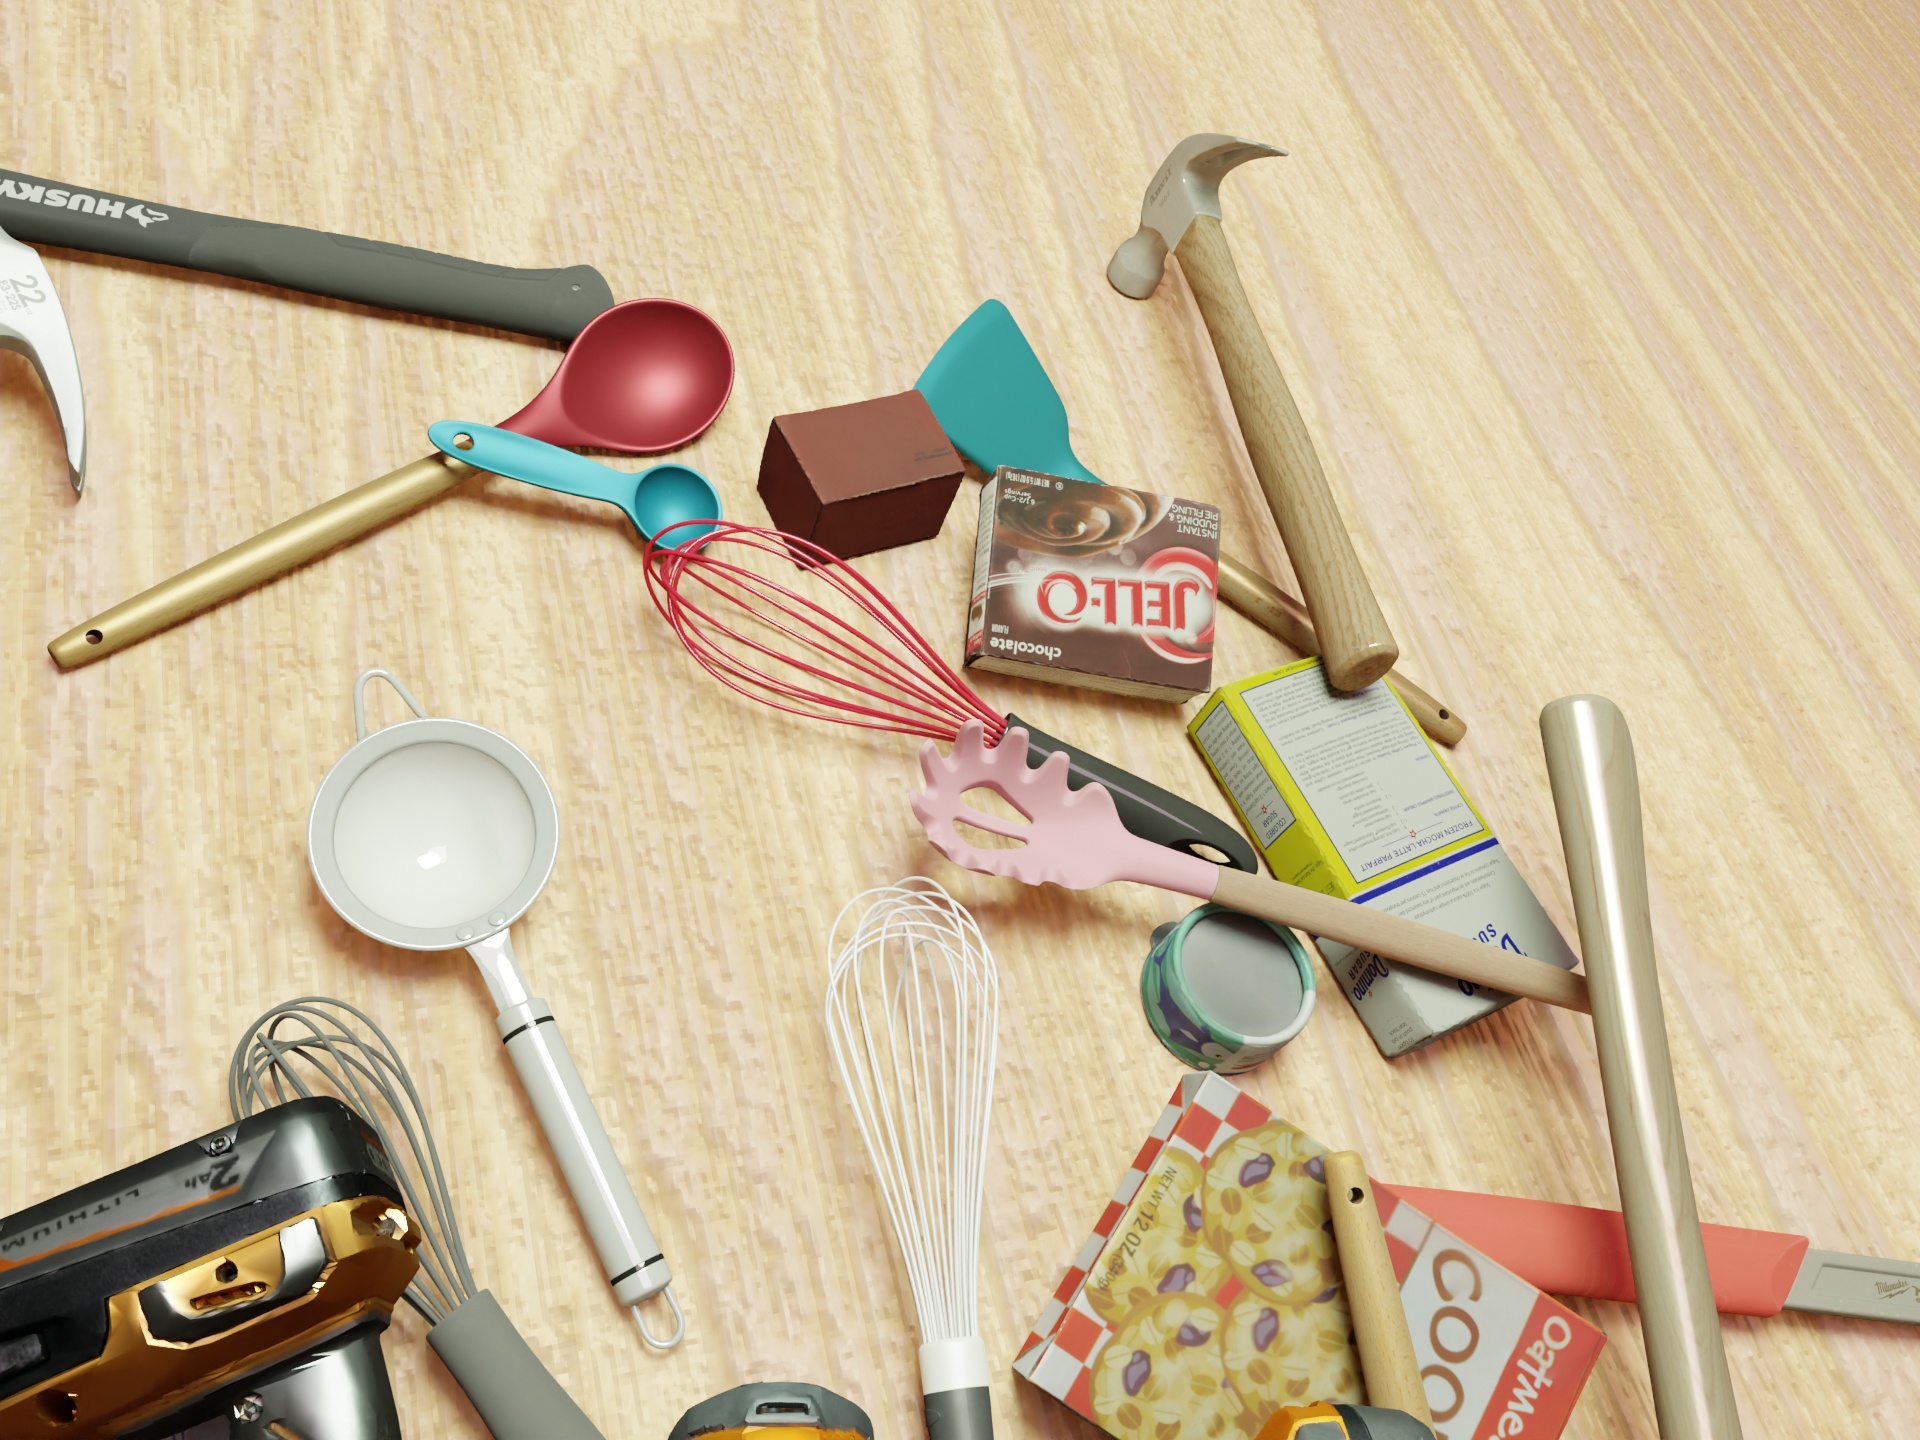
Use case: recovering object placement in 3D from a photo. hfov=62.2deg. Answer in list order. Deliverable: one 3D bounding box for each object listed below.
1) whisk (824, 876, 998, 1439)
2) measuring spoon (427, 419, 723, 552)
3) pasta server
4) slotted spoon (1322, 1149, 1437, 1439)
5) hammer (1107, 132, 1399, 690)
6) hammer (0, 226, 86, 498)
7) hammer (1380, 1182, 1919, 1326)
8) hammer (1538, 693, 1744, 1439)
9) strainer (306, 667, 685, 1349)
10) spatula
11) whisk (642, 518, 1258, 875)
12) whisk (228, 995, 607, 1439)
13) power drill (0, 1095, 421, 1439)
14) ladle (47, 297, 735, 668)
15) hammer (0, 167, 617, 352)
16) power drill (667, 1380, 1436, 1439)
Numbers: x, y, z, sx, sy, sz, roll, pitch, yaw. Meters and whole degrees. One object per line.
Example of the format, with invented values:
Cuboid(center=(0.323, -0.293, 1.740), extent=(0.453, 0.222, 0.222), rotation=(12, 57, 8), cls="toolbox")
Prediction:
Cuboid(center=(-0.007, 0.190, 0.551), extent=(0.070, 0.070, 0.285), rotation=(2, 63, -19), cls="whisk")
Cuboid(center=(-0.167, -0.102, 0.691), extent=(0.128, 0.021, 0.042), rotation=(16, 68, -21), cls="measuring spoon")
Cuboid(center=(0.130, 0.071, 0.640), extent=(0.316, 0.040, 0.060), rotation=(17, 68, -4), cls="pasta server")
Cuboid(center=(0.160, 0.297, 0.508), extent=(0.070, 0.031, 0.314), rotation=(-10, 77, -7), cls="slotted spoon")
Cuboid(center=(0.149, -0.162, 0.783), extent=(0.031, 0.130, 0.332), rotation=(2, 56, -24), cls="hammer")
Cuboid(center=(-0.506, -0.073, 0.532), extent=(0.405, 0.035, 0.144), rotation=(-32, 95, -29), cls="hammer")
Cuboid(center=(0.308, 0.216, 0.657), extent=(0.359, 0.036, 0.149), rotation=(11, 55, -14), cls="hammer")
Cuboid(center=(0.250, 0.181, 0.572), extent=(0.146, 0.038, 0.411), rotation=(25, 56, -46), cls="hammer")
Cuboid(center=(-0.158, 0.100, 0.561), extent=(0.087, 0.050, 0.259), rotation=(-23, 74, -24), cls="strainer")
Cuboid(center=(0.119, -0.085, 0.782), extent=(0.317, 0.044, 0.082), rotation=(34, 64, 2), cls="spatula")
Cuboid(center=(-0.001, -0.002, 0.677), extent=(0.295, 0.073, 0.073), rotation=(29, 53, -7), cls="whisk")
Cuboid(center=(-0.155, 0.186, 0.503), extent=(0.055, 0.055, 0.239), rotation=(-33, 78, -34), cls="whisk")
Cuboid(center=(-0.197, 0.234, 0.399), extent=(0.185, 0.084, 0.226), rotation=(-21, 70, -17), cls="power drill")
Cuboid(center=(-0.227, -0.100, 0.673), extent=(0.315, 0.031, 0.069), rotation=(-35, 101, -31), cls="ladle")
Cuboid(center=(-0.321, -0.206, 0.705), extent=(0.334, 0.035, 0.146), rotation=(7, 55, -16), cls="hammer")
Cuboid(center=(0.033, 0.265, 0.426), extent=(0.226, 0.084, 0.164), rotation=(5, 34, -12), cls="power drill")
